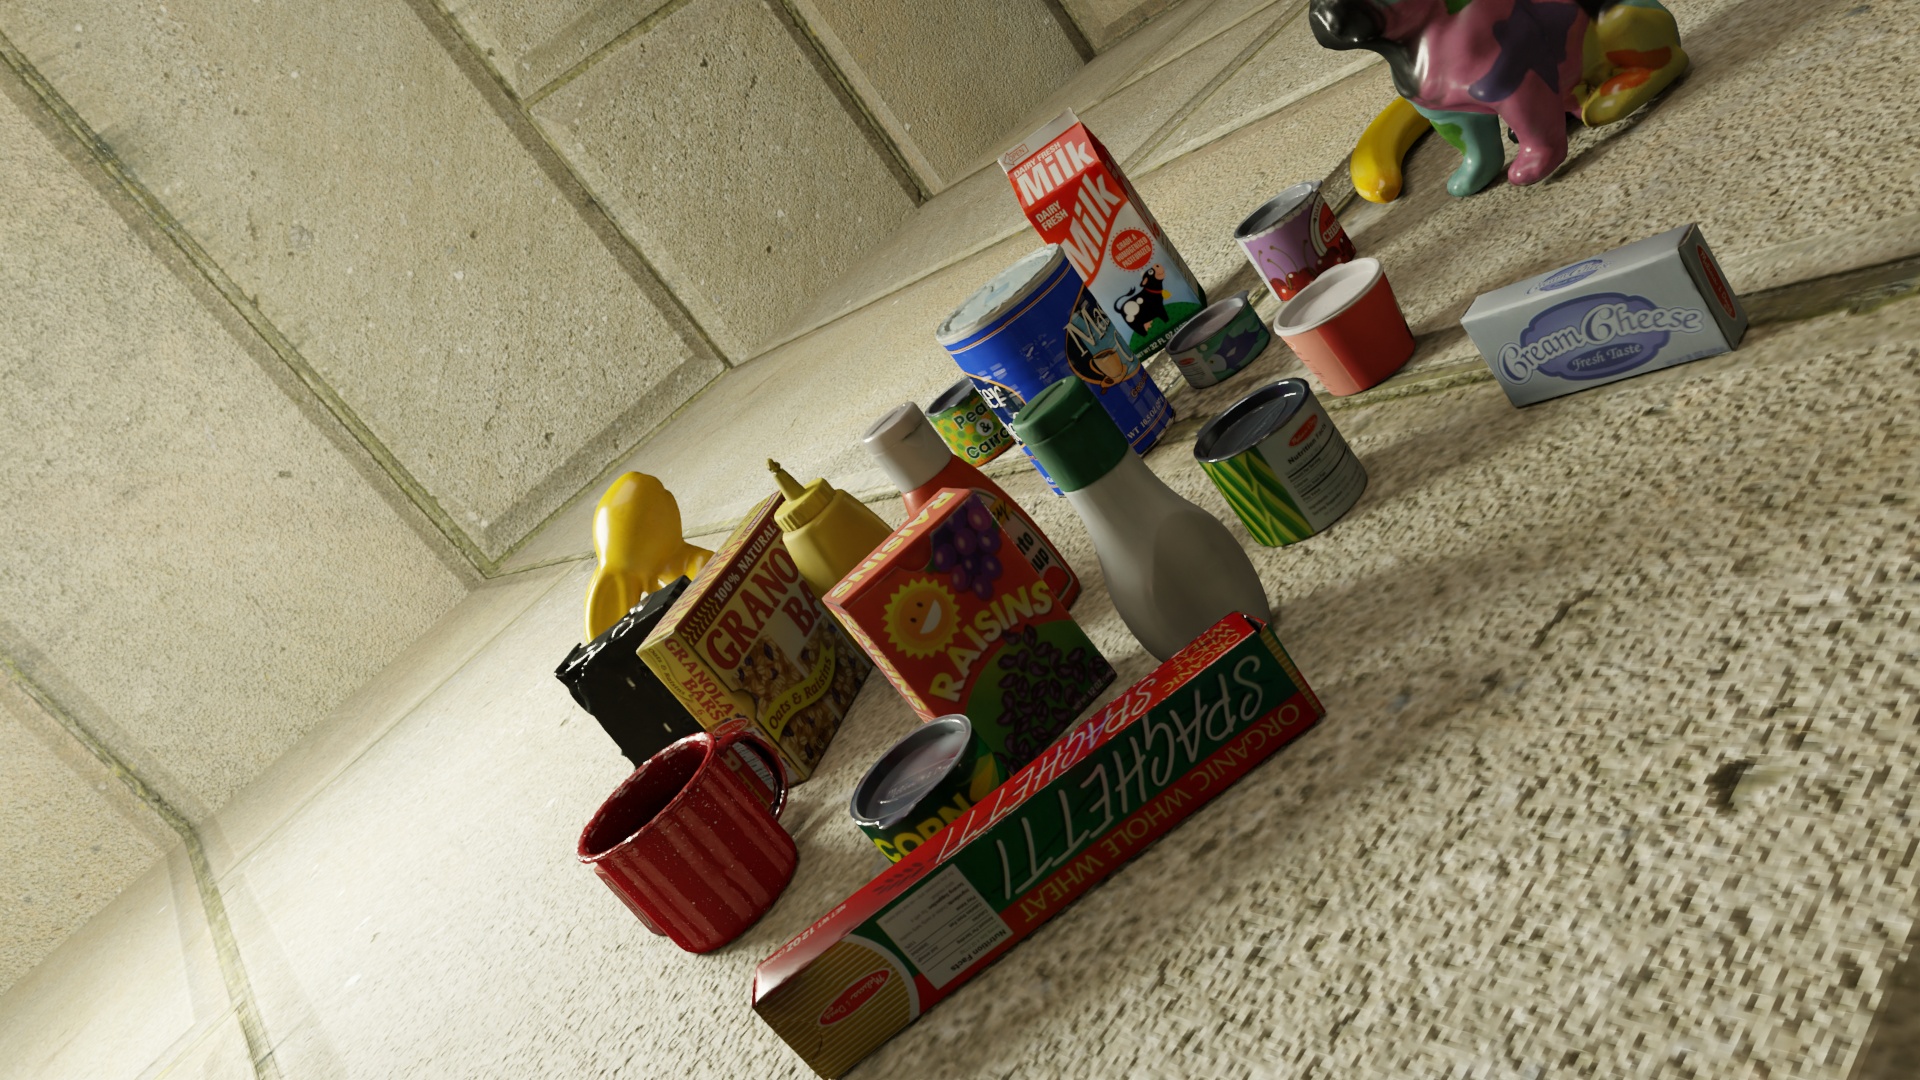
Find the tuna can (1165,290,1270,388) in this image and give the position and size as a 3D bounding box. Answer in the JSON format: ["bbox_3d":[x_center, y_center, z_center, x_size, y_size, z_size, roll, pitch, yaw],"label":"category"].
[{"bbox_3d":[0.180,-0.139,0.959,0.071,0.032,0.071,-34,17,12],"label":"tuna can"}]

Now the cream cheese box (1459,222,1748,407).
[{"bbox_3d":[0.279,-0.096,0.609,0.103,0.053,0.024,-15,28,52],"label":"cream cheese box"}]

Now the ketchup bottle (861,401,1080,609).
[{"bbox_3d":[0.003,-0.010,0.780,0.065,0.148,0.043,-46,18,-25],"label":"ketchup bottle"}]

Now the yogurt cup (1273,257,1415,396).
[{"bbox_3d":[0.220,-0.119,0.787,0.072,0.054,0.072,-34,17,12],"label":"yogurt cup"}]

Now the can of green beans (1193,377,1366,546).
[{"bbox_3d":[0.160,-0.039,0.694,0.071,0.057,0.071,-34,17,12],"label":"can of green beans"}]

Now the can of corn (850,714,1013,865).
[{"bbox_3d":[-0.006,0.122,0.610,0.071,0.058,0.071,-34,17,12],"label":"can of corn"}]

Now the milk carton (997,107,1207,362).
[{"bbox_3d":[0.112,-0.240,1.088,0.072,0.190,0.074,-32,18,20],"label":"milk carton"}]

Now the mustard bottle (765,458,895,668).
[{"bbox_3d":[-0.068,0.010,0.853,0.048,0.160,0.065,-17,26,50],"label":"mustard bottle"}]

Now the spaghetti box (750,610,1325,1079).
[{"bbox_3d":[0.030,0.121,0.553,0.250,0.050,0.029,-37,17,2],"label":"spaghetti box"}]

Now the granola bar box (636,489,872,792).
[{"bbox_3d":[-0.116,0.060,0.882,0.039,0.124,0.166,-27,20,32],"label":"granola bar box"}]

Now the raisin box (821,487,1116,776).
[{"bbox_3d":[0.005,0.047,0.671,0.086,0.123,0.040,-42,17,-15],"label":"raisin box"}]

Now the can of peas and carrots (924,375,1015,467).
[{"bbox_3d":[0.014,-0.101,1.151,0.071,0.058,0.071,-34,17,12],"label":"can of peas and carrots"}]

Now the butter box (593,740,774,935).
[{"bbox_3d":[-0.156,0.169,0.799,0.024,0.053,0.104,-16,27,51],"label":"butter box"}]

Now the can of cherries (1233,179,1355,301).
[{"bbox_3d":[0.240,-0.213,0.987,0.071,0.058,0.072,-34,17,12],"label":"can of cherries"}]

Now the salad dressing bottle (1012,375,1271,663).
[{"bbox_3d":[0.080,-0.005,0.614,0.064,0.147,0.044,-46,18,-24],"label":"salad dressing bottle"}]
